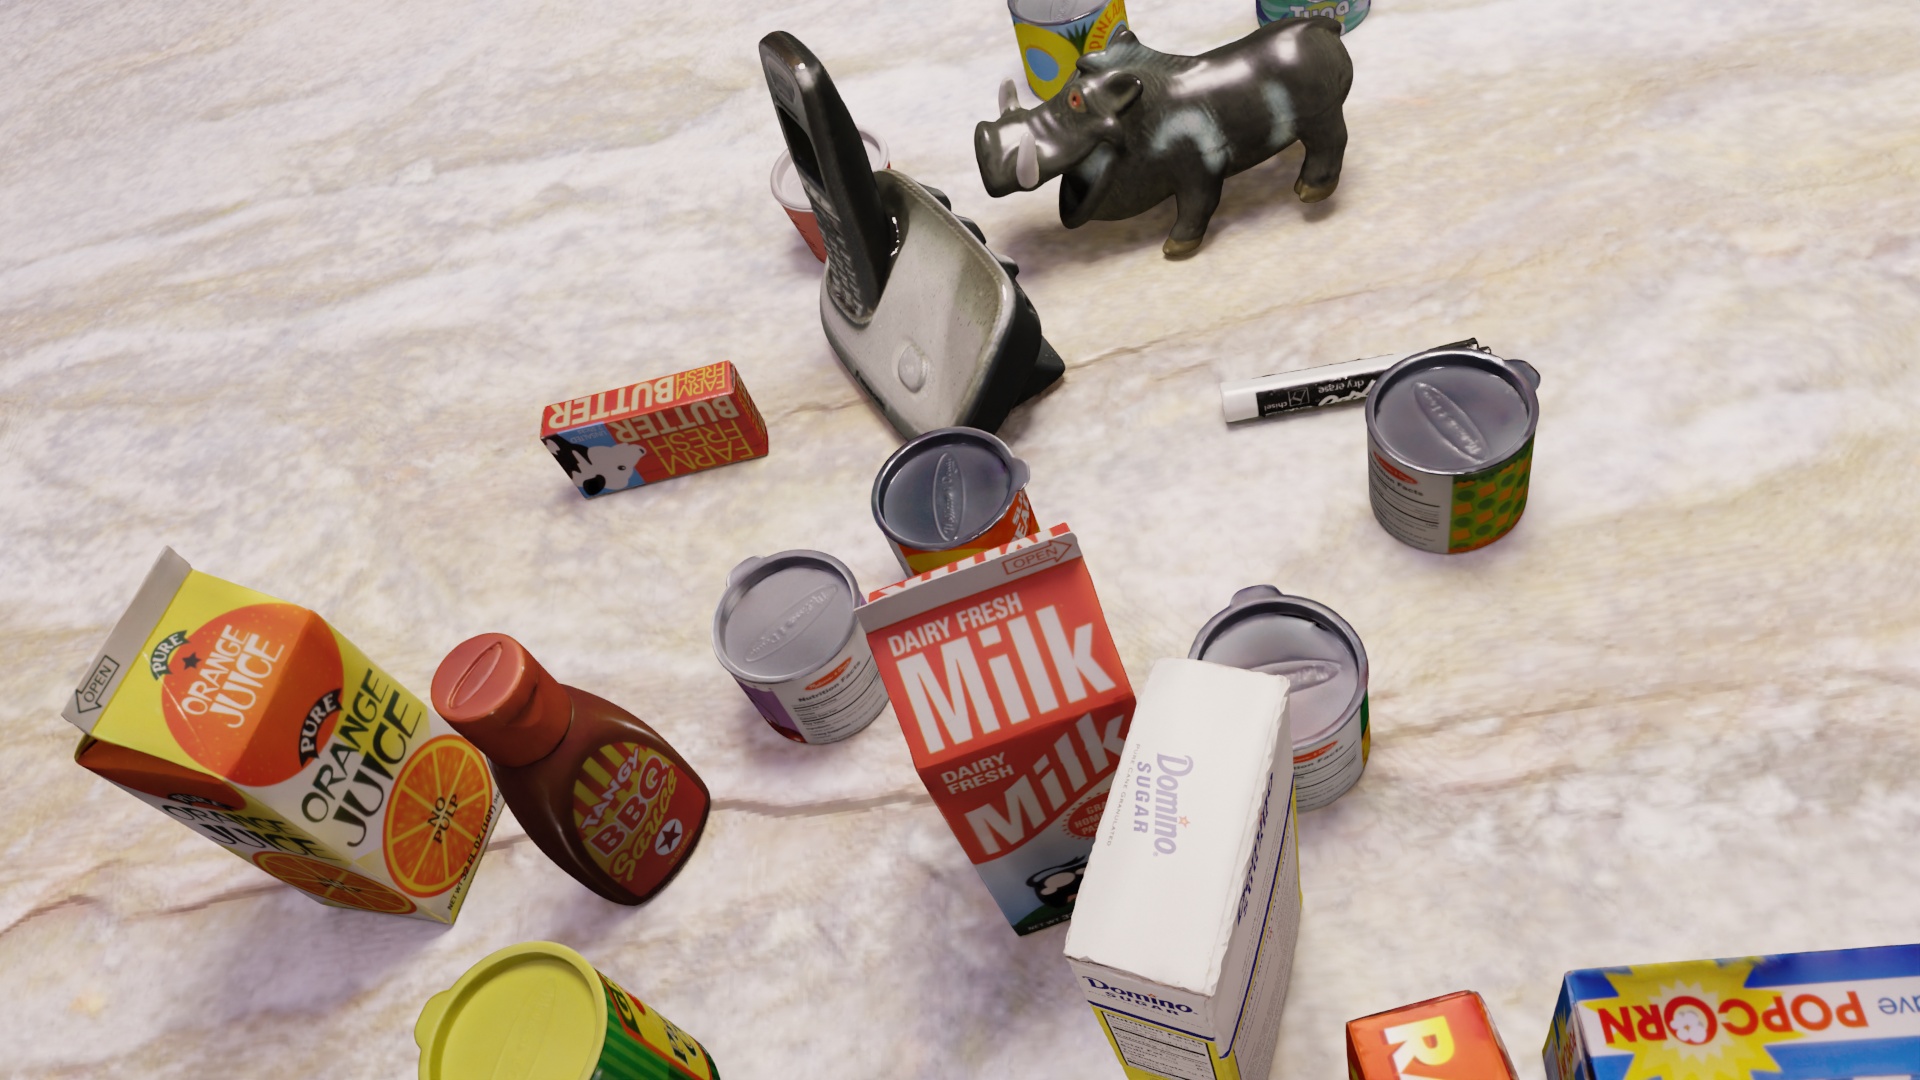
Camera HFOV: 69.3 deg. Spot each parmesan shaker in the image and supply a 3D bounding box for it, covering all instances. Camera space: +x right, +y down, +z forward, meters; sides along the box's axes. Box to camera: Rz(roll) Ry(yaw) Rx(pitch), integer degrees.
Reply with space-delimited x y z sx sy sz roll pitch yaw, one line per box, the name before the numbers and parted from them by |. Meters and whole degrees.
parmesan shaker | -0.135 0.190 0.492 0.071 0.102 0.071 -8 54 12

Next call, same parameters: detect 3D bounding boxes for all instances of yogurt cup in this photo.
yogurt cup | -0.066 -0.190 0.775 0.072 0.053 0.073 -8 53 12

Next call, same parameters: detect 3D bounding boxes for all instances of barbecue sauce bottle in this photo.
barbecue sauce bottle | -0.151 0.088 0.542 0.044 0.148 0.065 19 63 28

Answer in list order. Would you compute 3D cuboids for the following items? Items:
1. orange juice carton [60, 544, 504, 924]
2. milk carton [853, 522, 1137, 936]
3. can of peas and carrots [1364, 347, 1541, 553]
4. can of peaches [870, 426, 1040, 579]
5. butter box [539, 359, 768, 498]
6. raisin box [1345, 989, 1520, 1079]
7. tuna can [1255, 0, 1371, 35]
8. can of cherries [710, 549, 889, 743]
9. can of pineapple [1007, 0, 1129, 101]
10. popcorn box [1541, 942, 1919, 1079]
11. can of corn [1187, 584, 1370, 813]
orange juice carton | -0.268 0.083 0.554 0.073 0.191 0.072 2 56 19
milk carton | 0.023 0.062 0.480 0.072 0.189 0.074 -21 52 3
can of peas and carrots | 0.205 -0.038 0.579 0.071 0.058 0.071 -8 53 12
can of peaches | 0.002 -0.008 0.620 0.071 0.057 0.071 -8 53 12
butter box | -0.154 -0.056 0.707 0.103 0.053 0.024 -13 53 8
raisin box | 0.142 0.190 0.393 0.040 0.123 0.086 -15 52 7
tuna can | 0.203 -0.317 0.797 0.071 0.032 0.071 -8 53 12
can of cherries | -0.068 0.045 0.604 0.071 0.058 0.072 -8 53 12
can of pineapple | 0.067 -0.297 0.809 0.071 0.057 0.071 -8 53 12
popcorn box | 0.244 0.154 0.411 0.127 0.085 0.038 -8 54 12
can of corn | 0.122 0.061 0.533 0.071 0.058 0.071 -8 53 12
